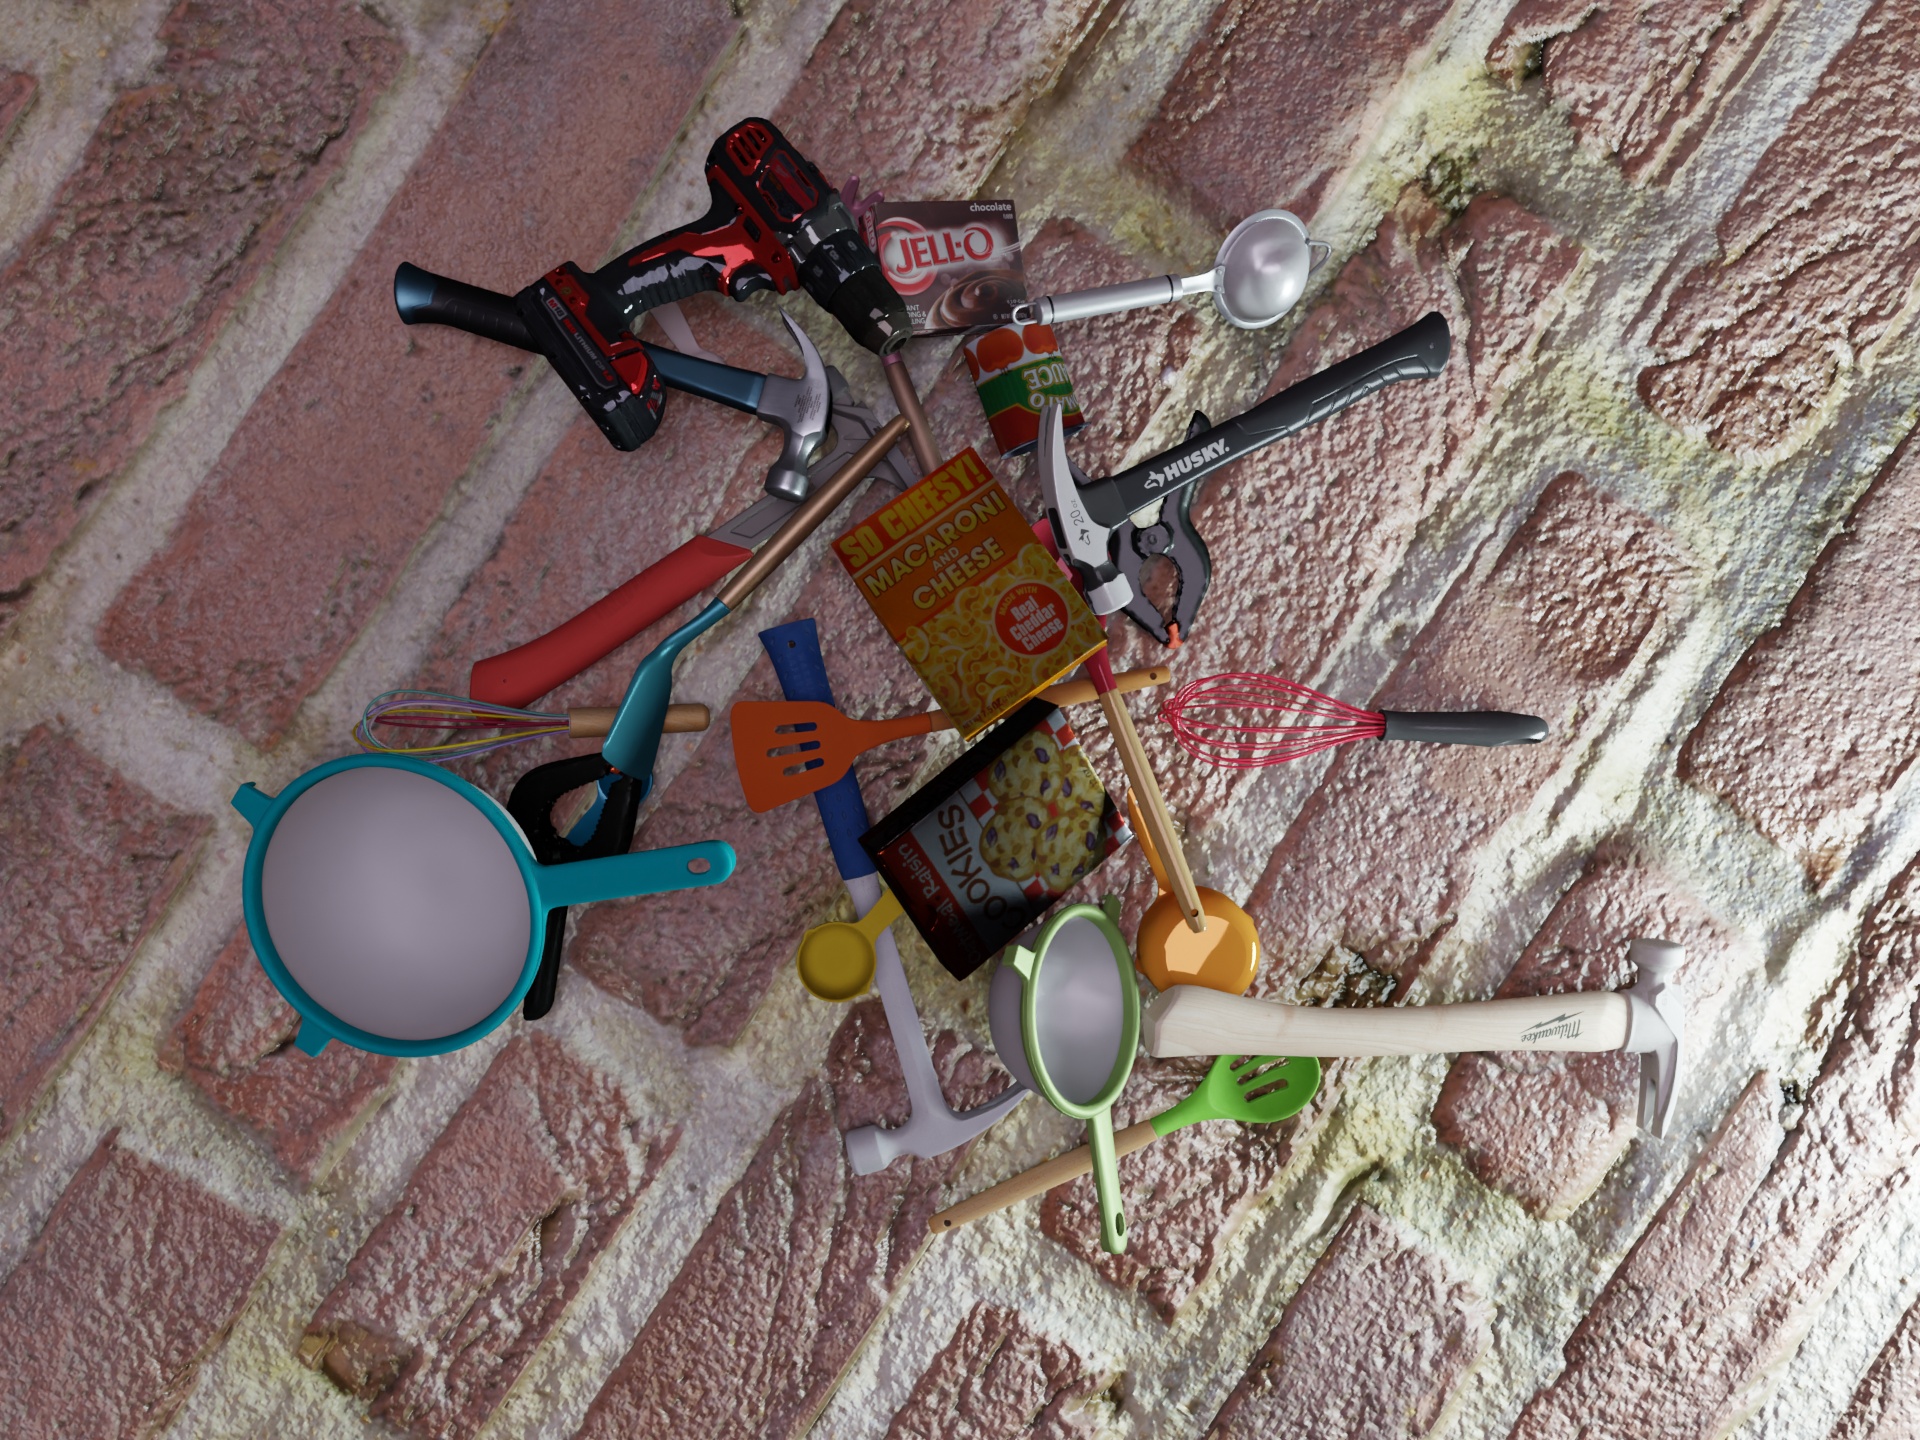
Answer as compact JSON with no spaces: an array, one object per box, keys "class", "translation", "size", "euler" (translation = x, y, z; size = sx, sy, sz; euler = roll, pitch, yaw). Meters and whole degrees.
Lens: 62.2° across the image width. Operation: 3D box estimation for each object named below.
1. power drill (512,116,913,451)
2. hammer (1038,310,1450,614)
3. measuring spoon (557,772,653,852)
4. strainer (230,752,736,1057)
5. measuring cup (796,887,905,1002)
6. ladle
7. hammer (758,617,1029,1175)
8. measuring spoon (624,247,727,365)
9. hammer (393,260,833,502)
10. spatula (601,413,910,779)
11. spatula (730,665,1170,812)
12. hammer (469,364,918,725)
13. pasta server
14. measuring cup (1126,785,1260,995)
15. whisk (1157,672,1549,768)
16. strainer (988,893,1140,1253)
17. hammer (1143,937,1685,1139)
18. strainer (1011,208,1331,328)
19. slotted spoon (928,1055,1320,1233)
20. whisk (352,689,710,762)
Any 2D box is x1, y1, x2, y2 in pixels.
[{"class":"power drill","translation":[-0.162,-0.278,1.075],"size":[0.226,0.080,0.188],"euler":[-37,83,-6]},{"class":"hammer","translation":[0.207,-0.212,1.130],"size":[0.335,0.035,0.146],"euler":[-28,103,-12]},{"class":"measuring spoon","translation":[-0.269,0.076,1.173],"size":[0.042,0.021,0.128],"euler":[38,100,3]},{"class":"strainer","translation":[-0.309,0.107,1.084],"size":[0.340,0.095,0.211],"euler":[-9,100,8]},{"class":"measuring cup","translation":[-0.055,0.136,1.143],"size":[0.062,0.029,0.156],"euler":[45,79,-3]},{"class":"ladle","translation":[0.116,0.003,1.140],"size":[0.069,0.031,0.315],"euler":[-21,87,4]},{"class":"hammer","translation":[-0.065,0.123,1.168],"size":[0.144,0.035,0.405],"euler":[-16,93,-1]},{"class":"measuring spoon","translation":[-0.210,-0.291,1.155],"size":[0.034,0.018,0.124],"euler":[-32,92,0]},{"class":"hammer","translation":[-0.248,-0.261,1.129],"size":[0.331,0.033,0.128],"euler":[17,82,5]},{"class":"spatula","translation":[-0.140,-0.093,1.116],"size":[0.044,0.082,0.317],"euler":[42,86,19]},{"class":"spatula","translation":[-0.002,-0.004,1.149],"size":[0.322,0.041,0.081],"euler":[-11,90,-14]},{"class":"hammer","translation":[-0.196,-0.099,1.155],"size":[0.359,0.037,0.149],"euler":[-34,93,-1]},{"class":"pasta server","translation":[-0.036,-0.235,1.153],"size":[0.060,0.040,0.316],"euler":[-23,95,-25]},{"class":"measuring cup","translation":[0.161,0.130,1.165],"size":[0.095,0.052,0.173],"euler":[-22,95,-1]},{"class":"whisk","translation":[0.289,0.003,1.164],"size":[0.295,0.073,0.073],"euler":[2,92,-7]},{"class":"strainer","translation":[0.073,0.259,1.150],"size":[0.069,0.151,0.256],"euler":[-5,97,35]},{"class":"hammer","translation":[0.334,0.234,1.156],"size":[0.410,0.038,0.146],"euler":[1,93,-10]},{"class":"strainer","translation":[0.158,-0.306,1.126],"size":[0.258,0.050,0.086],"euler":[-13,125,-13]},{"class":"slotted spoon","translation":[0.120,0.313,1.186],"size":[0.314,0.031,0.070],"euler":[-25,93,1]},{"class":"whisk","translation":[-0.300,0.000,1.127],"size":[0.245,0.047,0.051],"euler":[-3,94,-21]}]
